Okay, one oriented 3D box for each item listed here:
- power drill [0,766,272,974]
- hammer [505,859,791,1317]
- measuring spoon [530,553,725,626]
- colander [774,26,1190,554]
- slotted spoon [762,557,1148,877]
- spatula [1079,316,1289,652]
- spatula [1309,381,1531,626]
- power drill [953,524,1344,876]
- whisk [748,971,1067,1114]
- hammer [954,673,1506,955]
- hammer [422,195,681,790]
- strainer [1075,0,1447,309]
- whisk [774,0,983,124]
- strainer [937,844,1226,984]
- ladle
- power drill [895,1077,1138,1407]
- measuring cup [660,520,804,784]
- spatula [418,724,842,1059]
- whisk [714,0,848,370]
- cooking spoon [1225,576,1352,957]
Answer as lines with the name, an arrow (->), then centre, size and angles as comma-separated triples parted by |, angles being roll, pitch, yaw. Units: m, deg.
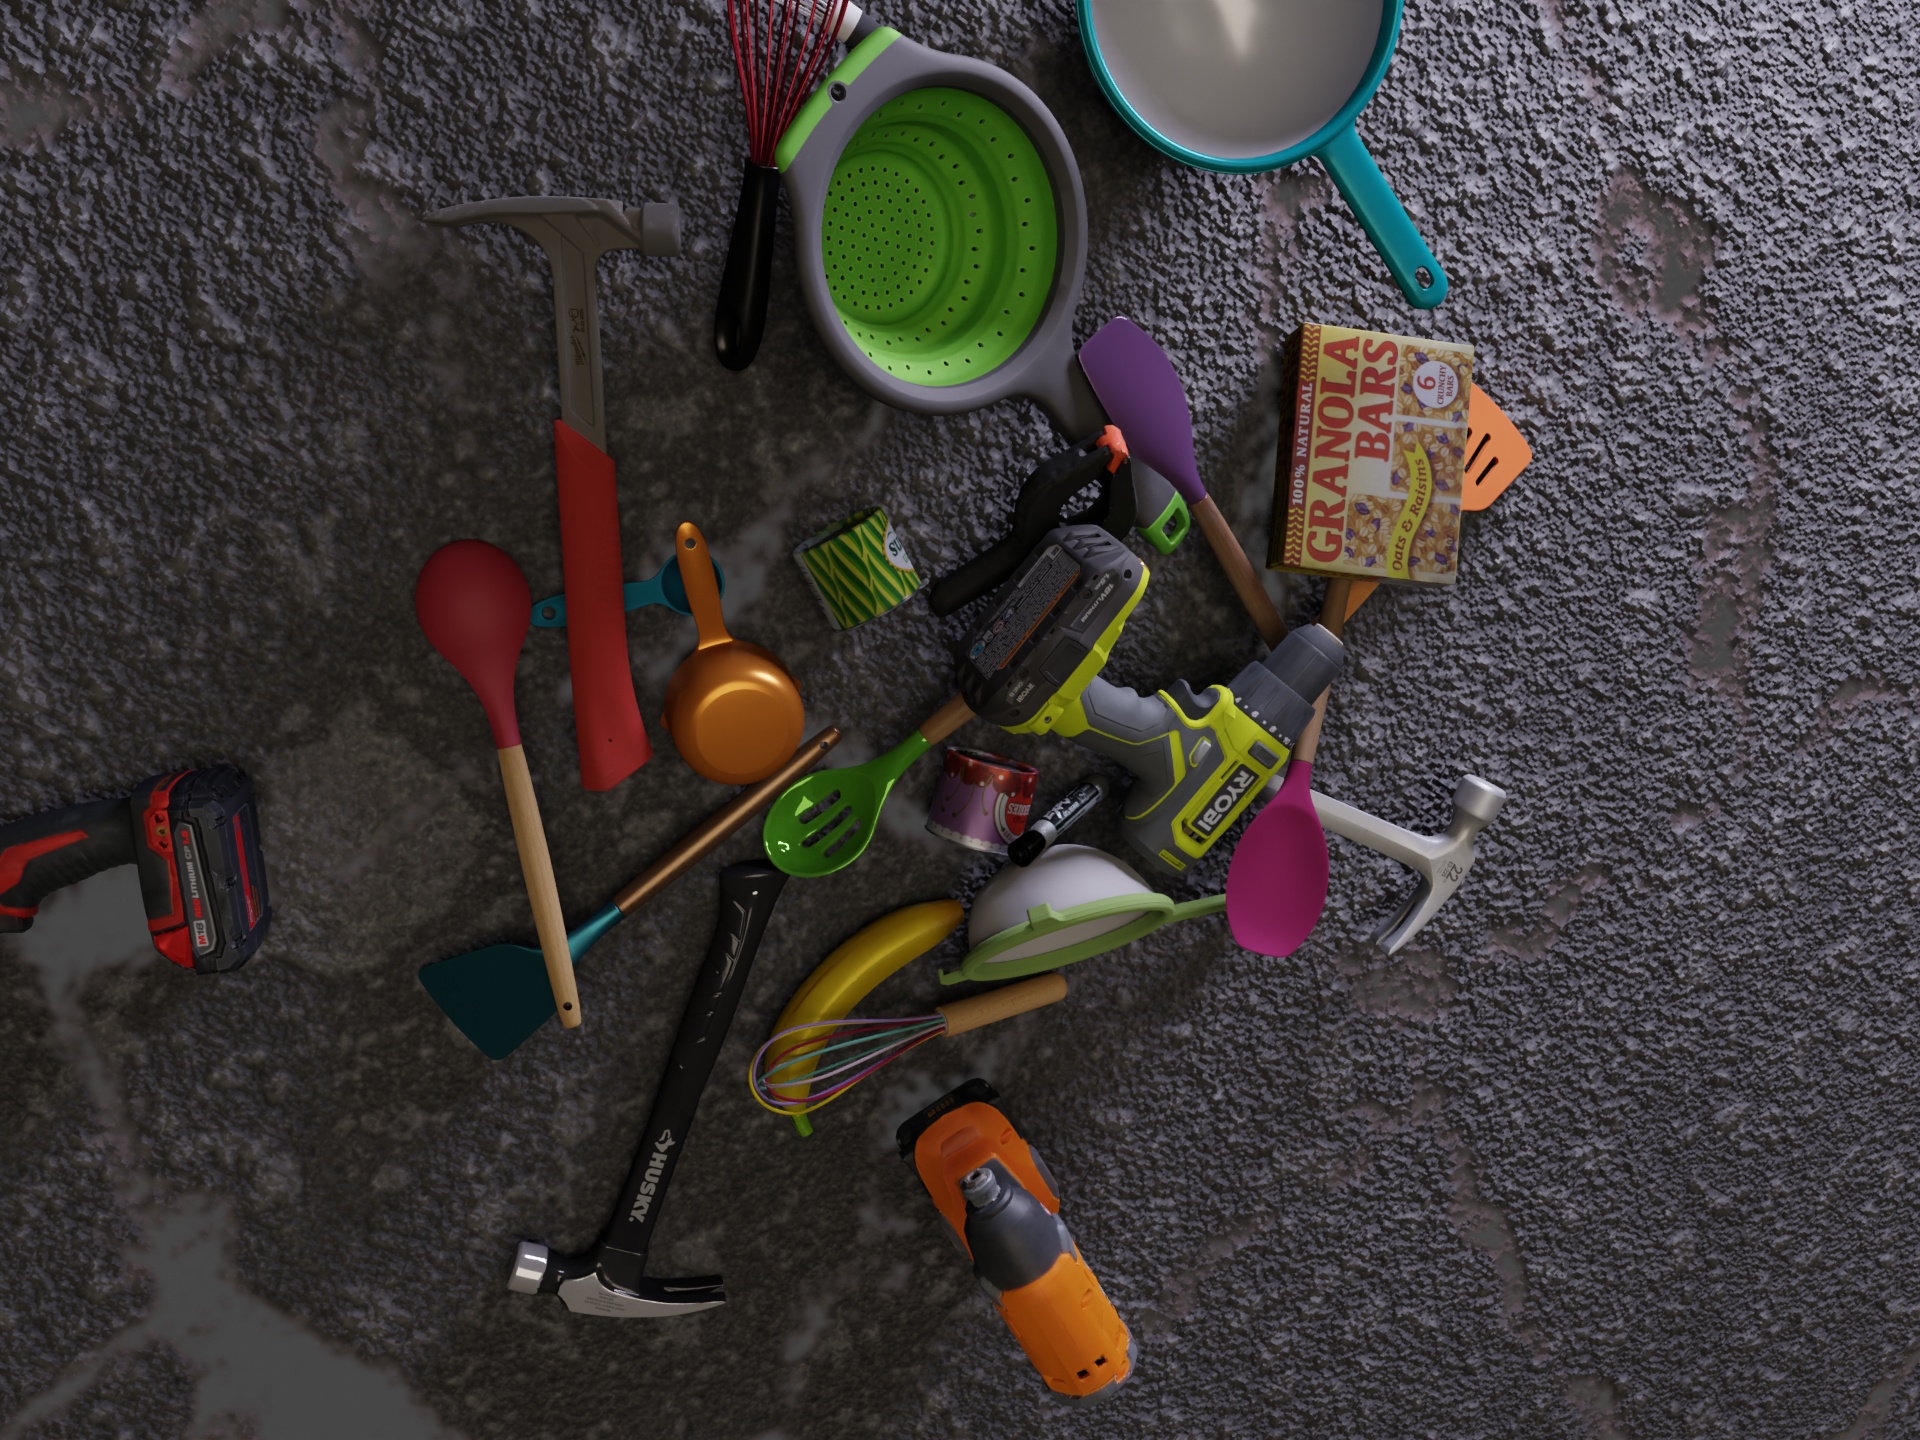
power drill -> -0.540, 0.121, 0.946 | 0.226, 0.080, 0.188 | -5, 102, -10
hammer -> -0.184, 0.251, 1.082 | 0.146, 0.035, 0.335 | 19, 95, -16
measuring spoon -> -0.215, -0.080, 1.022 | 0.128, 0.021, 0.042 | -12, 102, -2
colander -> 0.018, -0.246, 1.017 | 0.204, 0.095, 0.396 | -52, 126, -10
slotted spoon -> -0.002, -0.003, 1.049 | 0.314, 0.031, 0.070 | -39, 70, 7
spatula -> 0.172, -0.130, 1.067 | 0.060, 0.018, 0.315 | -42, 115, -18
spatula -> 0.287, -0.101, 1.140 | 0.081, 0.041, 0.322 | 42, 93, -16
power drill -> 0.127, -0.023, 1.017 | 0.228, 0.080, 0.190 | 35, 99, -32
whisk -> -0.031, 0.216, 1.086 | 0.245, 0.047, 0.051 | -12, 141, -29
hammer -> 0.183, 0.039, 1.119 | 0.405, 0.035, 0.144 | 23, 101, -13
hammer -> -0.239, -0.135, 0.979 | 0.149, 0.037, 0.359 | -2, 100, -6
strainer -> 0.201, -0.405, 1.021 | 0.211, 0.095, 0.340 | -41, 110, -1
whisk -> -0.098, -0.443, 0.958 | 0.284, 0.070, 0.070 | 27, 93, -22
strainer -> 0.110, 0.116, 1.108 | 0.256, 0.151, 0.069 | -8, 69, -30
ladle -> -0.279, 0.042, 0.997 | 0.069, 0.031, 0.315 | -13, 97, -11
power drill -> 0.027, 0.325, 1.048 | 0.084, 0.227, 0.164 | -32, 107, -7
measuring cup -> -0.151, -0.039, 1.005 | 0.095, 0.052, 0.173 | -16, 118, -10
spatula -> -0.207, 0.103, 1.051 | 0.317, 0.044, 0.082 | -39, 106, -8
whisk -> -0.113, -0.349, 0.939 | 0.073, 0.073, 0.295 | 5, 119, -15
cooking spoon -> 0.240, 0.005, 1.094 | 0.068, 0.017, 0.319 | 15, 80, -2
